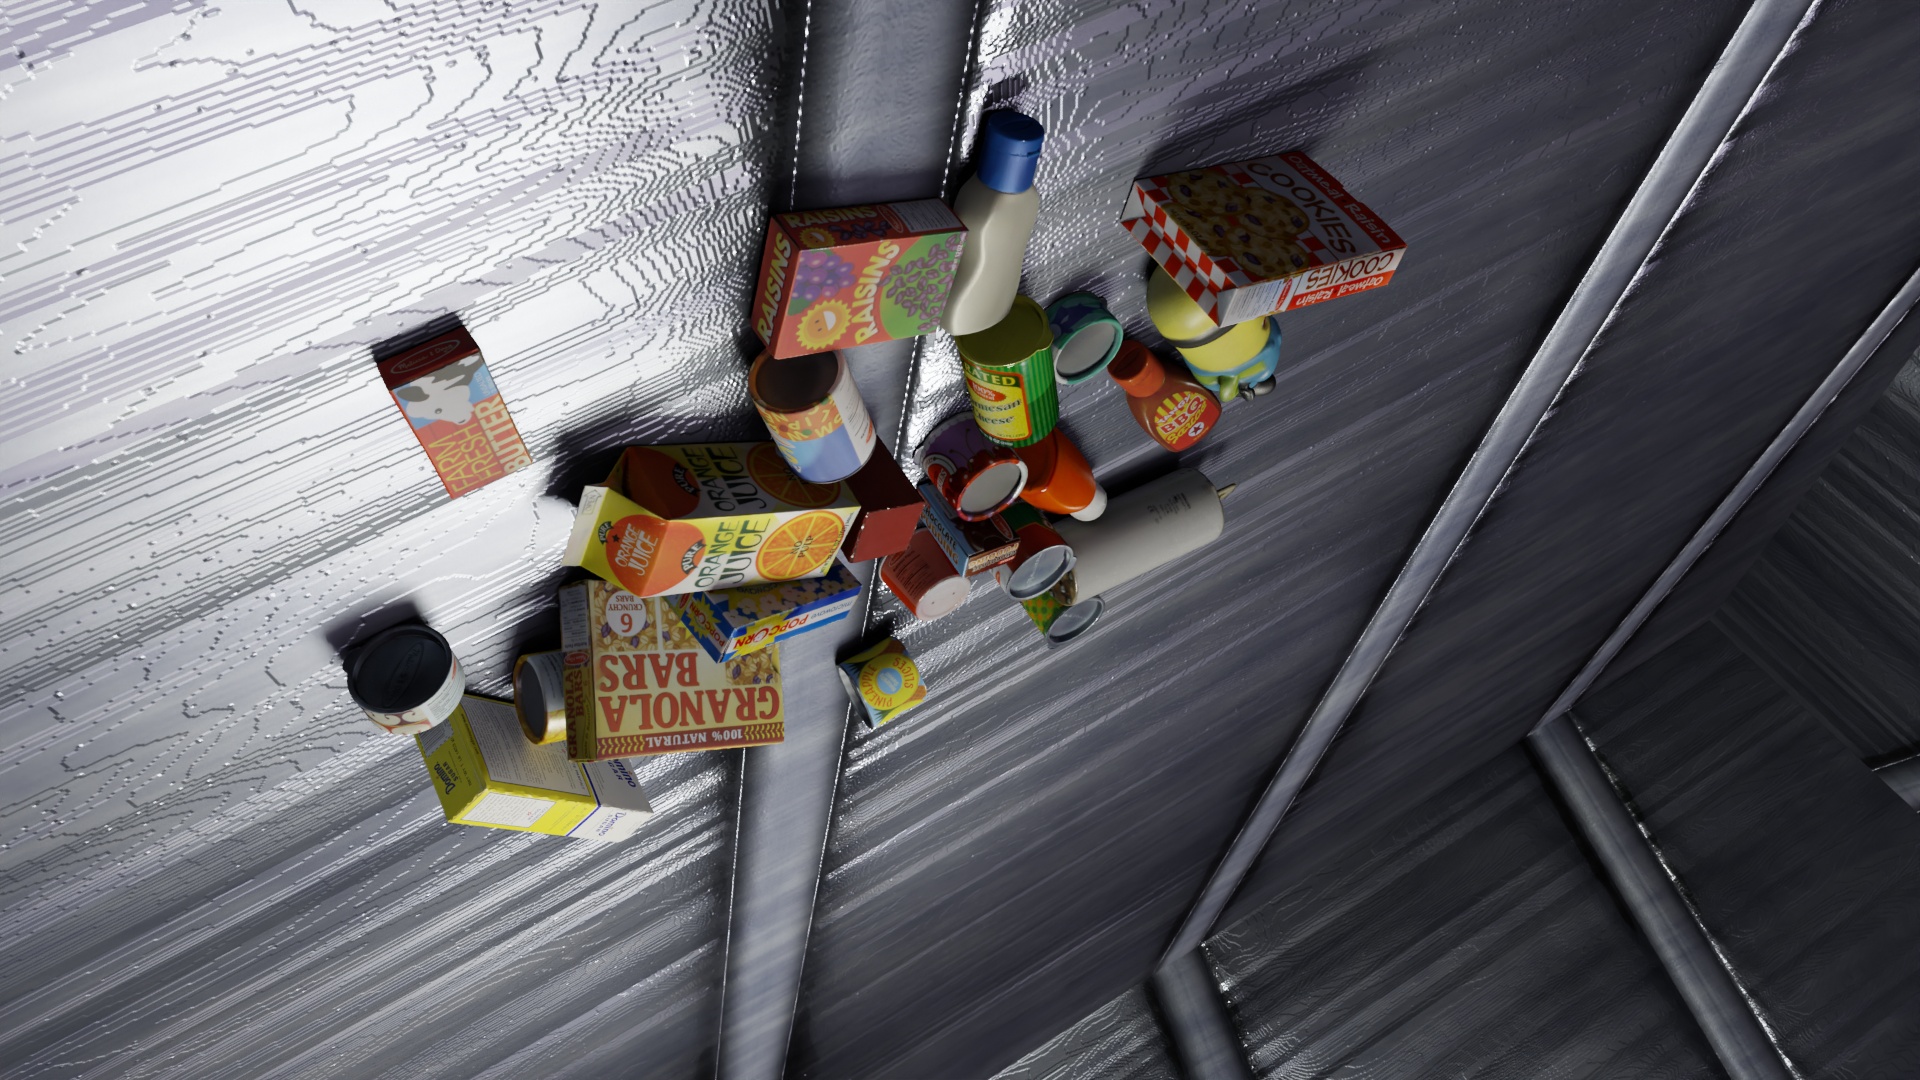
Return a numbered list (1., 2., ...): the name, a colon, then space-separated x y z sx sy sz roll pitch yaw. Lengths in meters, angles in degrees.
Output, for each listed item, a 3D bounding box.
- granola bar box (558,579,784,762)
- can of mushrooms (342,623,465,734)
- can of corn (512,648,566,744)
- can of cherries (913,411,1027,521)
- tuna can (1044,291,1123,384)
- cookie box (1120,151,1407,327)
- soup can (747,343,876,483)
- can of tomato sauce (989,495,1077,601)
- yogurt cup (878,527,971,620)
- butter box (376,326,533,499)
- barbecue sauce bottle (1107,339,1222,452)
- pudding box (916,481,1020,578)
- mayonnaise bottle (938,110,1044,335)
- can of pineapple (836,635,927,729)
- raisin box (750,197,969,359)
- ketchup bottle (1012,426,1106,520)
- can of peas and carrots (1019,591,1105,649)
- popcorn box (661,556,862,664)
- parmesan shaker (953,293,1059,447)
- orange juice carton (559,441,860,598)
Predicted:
1. granola bar box: -0.204 0.091 1.005 0.039 0.124 0.166 -11 171 42
2. can of mushrooms: -0.361 0.090 0.901 0.071 0.071 0.033 -27 149 -16
3. can of corn: -0.284 0.112 1.004 0.058 0.071 0.070 -8 140 -37
4. can of cherries: 0.008 -0.056 1.077 0.072 0.058 0.071 -26 148 -18
5. tuna can: 0.090 -0.154 1.051 0.071 0.033 0.070 -25 148 -17
6. cookie box: 0.219 -0.221 0.999 0.168 0.123 0.040 -17 145 -29
7. soup can: -0.100 -0.087 0.921 0.071 0.071 0.083 -32 149 -7
8. can of tomato sauce: 0.047 -0.002 1.166 0.071 0.083 0.070 -26 148 -17
9. yogurt cup: -0.027 0.030 1.164 0.072 0.054 0.072 -26 147 -18
10. butter box: -0.286 -0.071 0.793 0.053 0.024 0.103 -28 149 -16
11. barbecue sauce bottle: 0.167 -0.123 1.160 0.064 0.044 0.148 -42 149 12
12. pudding box: 0.004 -0.014 1.105 0.050 0.084 0.030 -19 146 -27
13. mayonnaise bottle: 0.020 -0.205 0.903 0.065 0.041 0.147 -28 149 -36
14. can of pineapple: -0.070 0.126 1.239 0.058 0.071 0.070 -28 149 -15
15. raisin box: -0.064 -0.166 0.873 0.124 0.040 0.085 -16 145 -33
16. ketchup bottle: 0.085 -0.050 1.165 0.043 0.065 0.148 -1 167 23
17. can of peas and carrots: 0.093 0.058 1.319 0.071 0.059 0.070 -25 148 -17
18. popcorn box: -0.144 0.031 0.996 0.127 0.085 0.038 -18 147 -47
19. parmesan shaker: 0.038 -0.120 1.005 0.071 0.071 0.102 -31 149 -9
20. orange juice carton: -0.172 -0.016 0.936 0.193 0.073 0.071 -6 138 -40
